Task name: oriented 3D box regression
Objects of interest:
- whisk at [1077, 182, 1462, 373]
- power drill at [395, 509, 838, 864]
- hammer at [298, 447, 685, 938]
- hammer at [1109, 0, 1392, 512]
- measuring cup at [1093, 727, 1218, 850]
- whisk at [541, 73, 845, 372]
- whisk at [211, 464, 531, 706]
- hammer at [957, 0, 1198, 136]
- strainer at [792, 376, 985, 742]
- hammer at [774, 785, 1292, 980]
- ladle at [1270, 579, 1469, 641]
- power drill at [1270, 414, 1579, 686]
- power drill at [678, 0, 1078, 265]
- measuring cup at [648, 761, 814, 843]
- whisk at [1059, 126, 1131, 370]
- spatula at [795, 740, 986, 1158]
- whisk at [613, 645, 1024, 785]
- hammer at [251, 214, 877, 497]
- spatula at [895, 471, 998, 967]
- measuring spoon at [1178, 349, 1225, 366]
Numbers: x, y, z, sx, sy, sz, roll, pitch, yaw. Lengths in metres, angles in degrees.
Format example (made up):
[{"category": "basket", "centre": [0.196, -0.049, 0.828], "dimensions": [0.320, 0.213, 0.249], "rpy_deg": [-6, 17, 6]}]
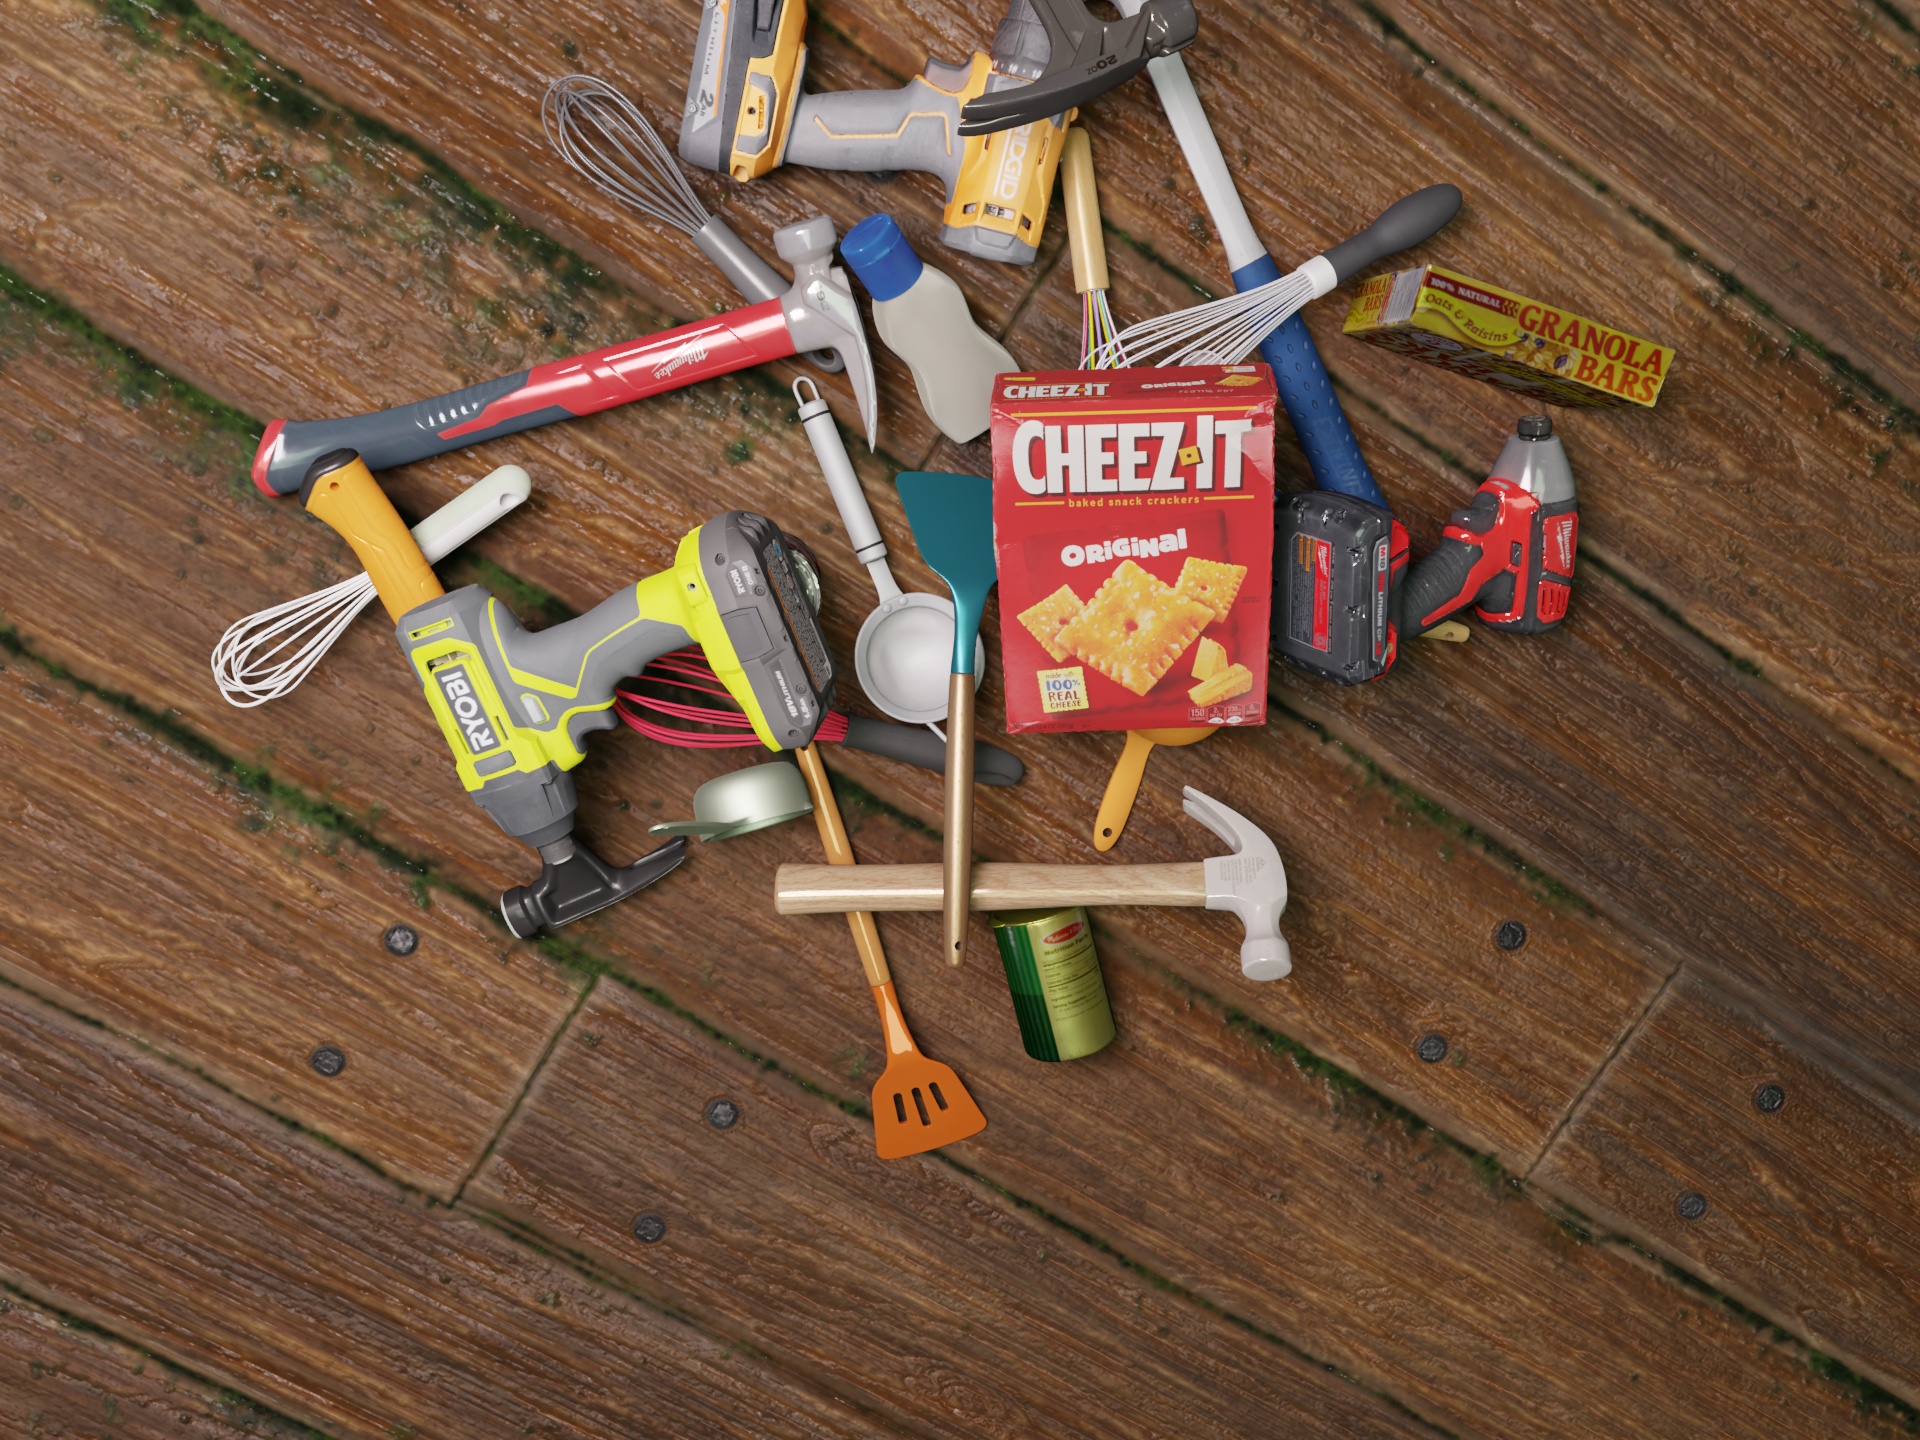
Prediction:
[{"category": "whisk", "centre": [0.193, -0.258, 0.983], "dimensions": [0.284, 0.070, 0.070], "rpy_deg": [-32, 102, -6]}, {"category": "power drill", "centre": [-0.193, -0.018, 0.925], "dimensions": [0.223, 0.080, 0.171], "rpy_deg": [-18, 106, 11]}, {"category": "hammer", "centre": [-0.297, -0.018, 0.989], "dimensions": [0.127, 0.034, 0.336], "rpy_deg": [-24, 117, 0]}, {"category": "hammer", "centre": [0.187, -0.307, 1.020], "dimensions": [0.144, 0.035, 0.405], "rpy_deg": [-27, 102, 0]}, {"category": "measuring cup", "centre": [0.128, 0.013, 1.066], "dimensions": [0.095, 0.052, 0.173], "rpy_deg": [19, 97, -9]}, {"category": "whisk", "centre": [-0.160, -0.302, 0.984], "dimensions": [0.238, 0.055, 0.055], "rpy_deg": [43, 94, -16]}, {"category": "whisk", "centre": [-0.366, -0.085, 0.987], "dimensions": [0.246, 0.057, 0.059], "rpy_deg": [-32, 63, 10]}, {"category": "hammer", "centre": [-0.012, -0.506, 0.902], "dimensions": [0.149, 0.036, 0.359], "rpy_deg": [-26, 83, -11]}, {"category": "strainer", "centre": [-0.054, -0.102, 1.035], "dimensions": [0.087, 0.050, 0.258], "rpy_deg": [-24, 96, -15]}, {"category": "hammer", "centre": [0.044, 0.106, 1.039], "dimensions": [0.331, 0.130, 0.031], "rpy_deg": [-1, 145, 4]}, {"category": "ladle", "centre": [0.196, -0.089, 1.066], "dimensions": [0.315, 0.031, 0.069], "rpy_deg": [11, 131, -10]}, {"category": "power drill", "centre": [0.305, -0.110, 1.012], "dimensions": [0.219, 0.079, 0.143], "rpy_deg": [-16, 116, -27]}, {"category": "power drill", "centre": [-0.039, -0.388, 0.948], "dimensions": [0.226, 0.084, 0.185], "rpy_deg": [12, 109, -7]}, {"category": "measuring cup", "centre": [-0.152, 0.051, 0.995], "dimensions": [0.083, 0.167, 0.038], "rpy_deg": [-19, 82, 18]}, {"category": "whisk", "centre": [0.089, -0.254, 1.023], "dimensions": [0.047, 0.051, 0.245], "rpy_deg": [-12, 98, -24]}, {"category": "spatula", "centre": [-0.063, 0.155, 1.093], "dimensions": [0.081, 0.041, 0.322], "rpy_deg": [-17, 98, -1]}, {"category": "whisk", "centre": [-0.094, 0.001, 1.031], "dimensions": [0.295, 0.073, 0.073], "rpy_deg": [14, 99, -19]}, {"category": "hammer", "centre": [-0.244, -0.188, 0.984], "dimensions": [0.386, 0.038, 0.143], "rpy_deg": [-15, 111, 4]}, {"category": "spatula", "centre": [-0.002, -0.003, 1.014], "dimensions": [0.082, 0.044, 0.317], "rpy_deg": [3, 88, -21]}, {"category": "measuring spoon", "centre": [0.144, -0.184, 1.054], "dimensions": [0.034, 0.018, 0.124], "rpy_deg": [15, 106, -8]}]
